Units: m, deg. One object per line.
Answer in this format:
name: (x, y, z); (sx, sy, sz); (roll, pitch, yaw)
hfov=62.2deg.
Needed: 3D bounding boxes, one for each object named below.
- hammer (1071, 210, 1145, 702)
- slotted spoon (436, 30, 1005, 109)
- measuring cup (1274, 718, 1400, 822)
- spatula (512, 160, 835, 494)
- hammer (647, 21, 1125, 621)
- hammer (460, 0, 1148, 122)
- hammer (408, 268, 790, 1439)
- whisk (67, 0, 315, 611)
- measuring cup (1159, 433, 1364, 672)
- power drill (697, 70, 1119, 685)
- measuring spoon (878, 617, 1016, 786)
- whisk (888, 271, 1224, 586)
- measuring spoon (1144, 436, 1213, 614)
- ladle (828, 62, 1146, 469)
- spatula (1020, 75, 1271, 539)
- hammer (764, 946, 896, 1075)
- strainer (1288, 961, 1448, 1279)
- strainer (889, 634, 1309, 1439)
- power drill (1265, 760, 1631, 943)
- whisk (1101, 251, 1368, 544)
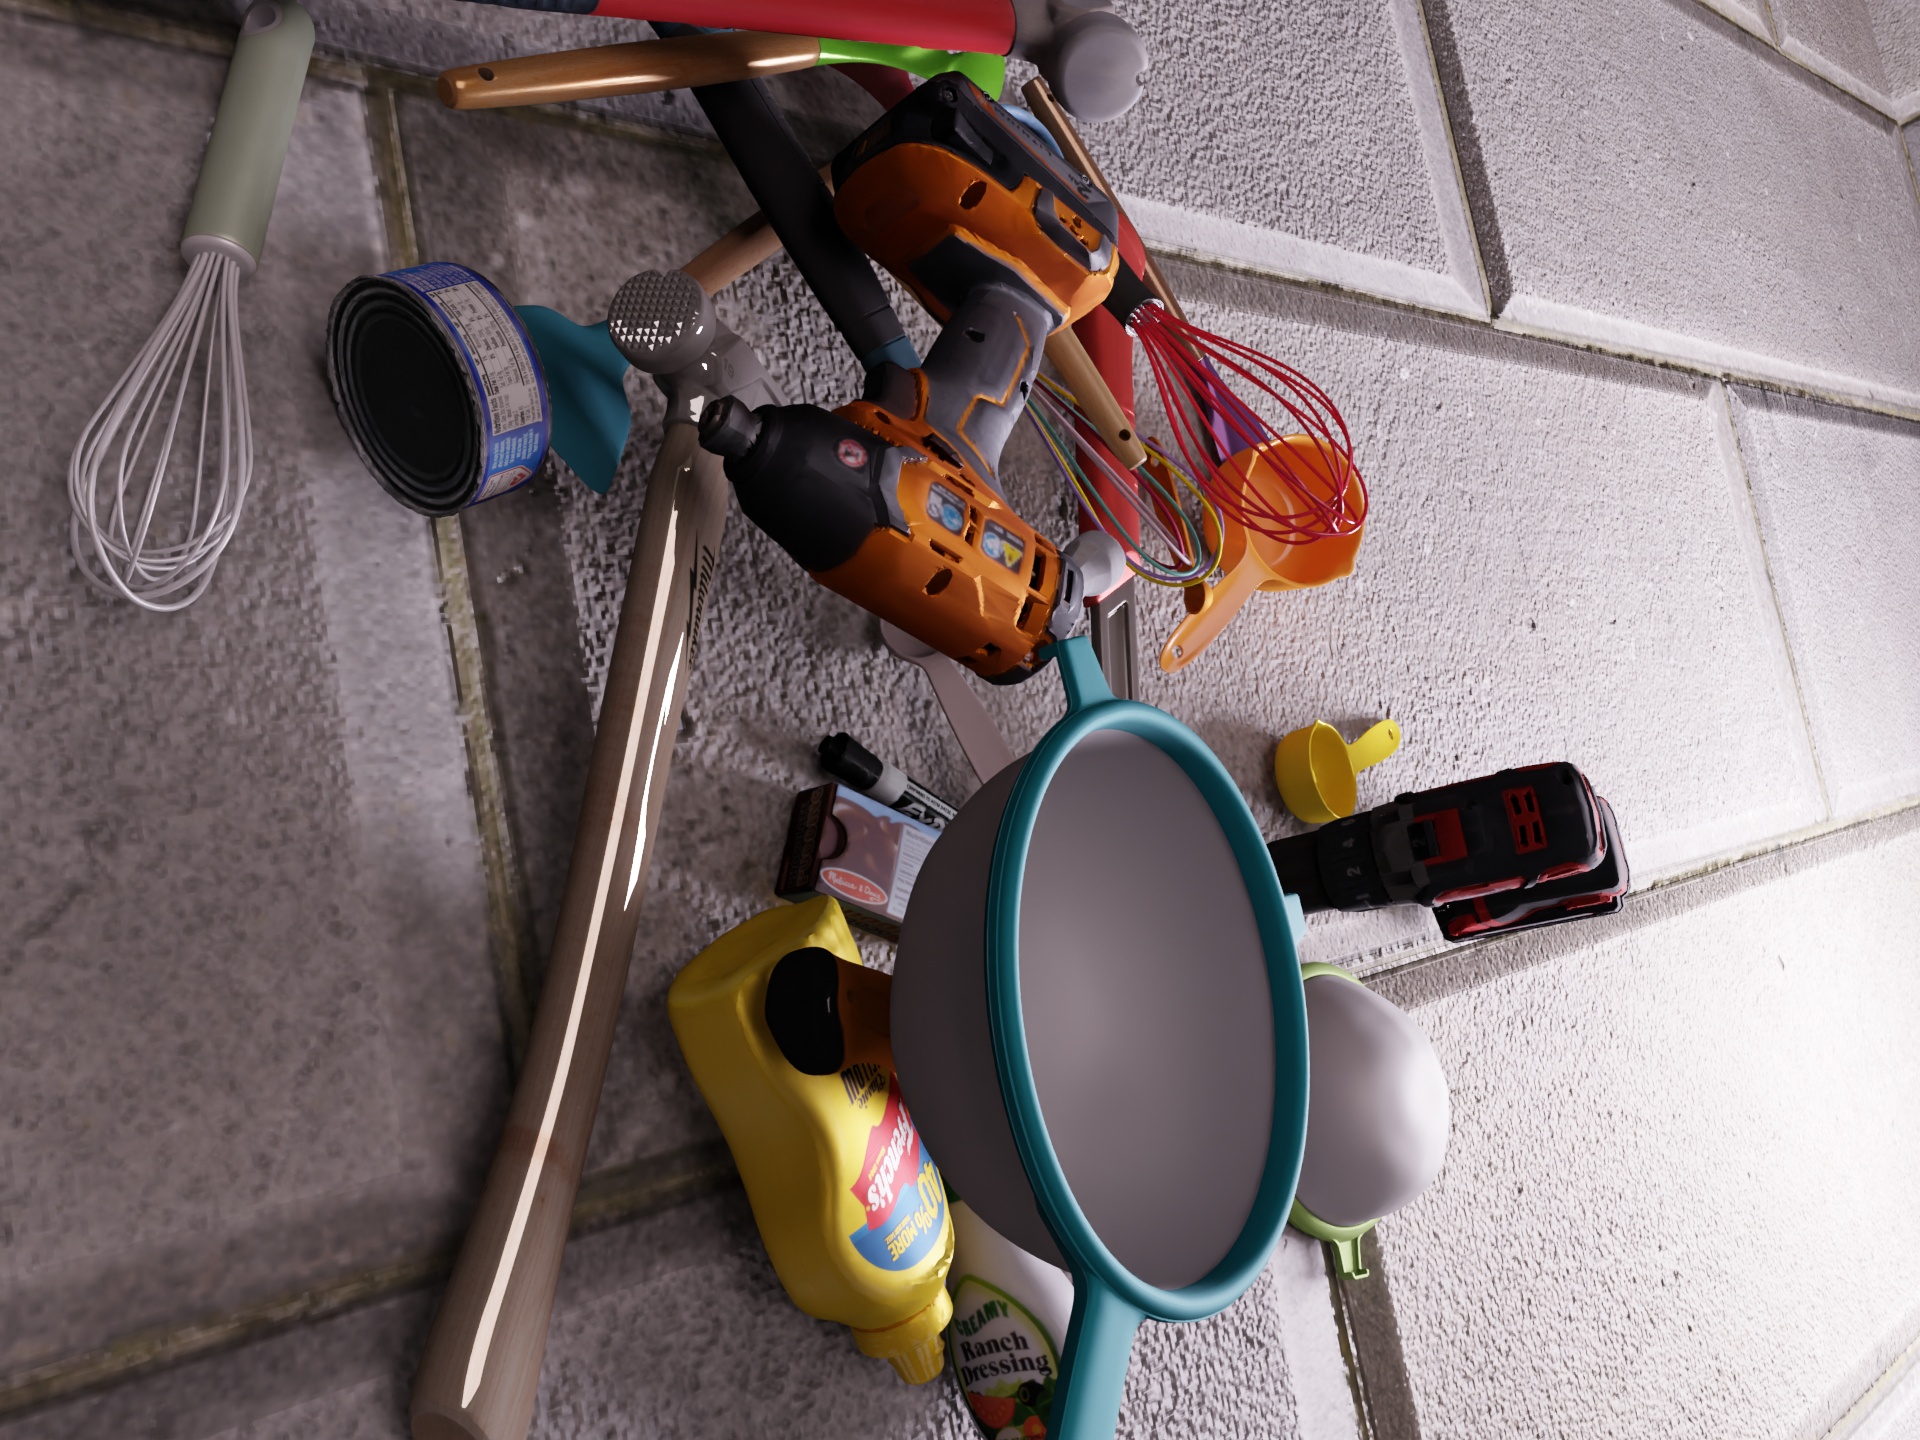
hammer: (0.070, -0.105, 0.827); (0.149, 0.037, 0.359); (11, 70, -33)
slotted spoon: (-0.081, -0.278, 0.666); (0.314, 0.031, 0.070); (-30, 86, -43)
measuring cup: (0.230, 0.023, 0.958); (0.156, 0.029, 0.062); (-18, 91, -56)
spatula: (-0.099, -0.203, 0.699); (0.082, 0.044, 0.318); (52, 48, -16)
hammer: (-0.041, -0.178, 0.708); (0.128, 0.033, 0.331); (-41, 103, -46)
hammer: (-0.130, -0.283, 0.601); (0.386, 0.038, 0.143); (-1, 38, -17)
hammer: (-0.124, 0.051, 0.587); (0.146, 0.038, 0.411); (51, 46, -67)
whisk: (-0.255, -0.151, 0.544); (0.059, 0.058, 0.246); (58, 32, -64)
measuring cup: (0.156, -0.088, 0.904); (0.173, 0.052, 0.095); (-47, 108, -18)
power drill: (-0.016, -0.145, 0.636); (0.164, 0.084, 0.227); (28, 57, -33)
measuring spoon: (-0.001, -0.002, 0.733); (0.034, 0.018, 0.124); (-26, 83, -26)
whisk: (0.035, -0.157, 0.780); (0.245, 0.047, 0.051); (46, 59, -2)
measuring spoon: (0.120, -0.108, 0.873); (0.011, 0.021, 0.117); (3, 59, -26)
ladle: (-0.002, -0.252, 0.757); (0.069, 0.031, 0.315); (-33, 88, -11)
spatula: (0.123, -0.231, 0.930); (0.315, 0.018, 0.060); (56, 49, -17)
hammer: (0.037, 0.149, 0.674); (0.336, 0.034, 0.127); (34, 52, -47)
strainer: (0.192, 0.166, 0.844); (0.256, 0.069, 0.151); (52, 50, -21)
strainer: (0.025, 0.154, 0.537); (0.210, 0.095, 0.341); (47, 45, -36)
power drill: (0.276, 0.080, 0.901); (0.226, 0.188, 0.080); (16, 61, -59)
whisk: (0.103, -0.190, 0.795); (0.073, 0.073, 0.296); (-2, 48, -43)
